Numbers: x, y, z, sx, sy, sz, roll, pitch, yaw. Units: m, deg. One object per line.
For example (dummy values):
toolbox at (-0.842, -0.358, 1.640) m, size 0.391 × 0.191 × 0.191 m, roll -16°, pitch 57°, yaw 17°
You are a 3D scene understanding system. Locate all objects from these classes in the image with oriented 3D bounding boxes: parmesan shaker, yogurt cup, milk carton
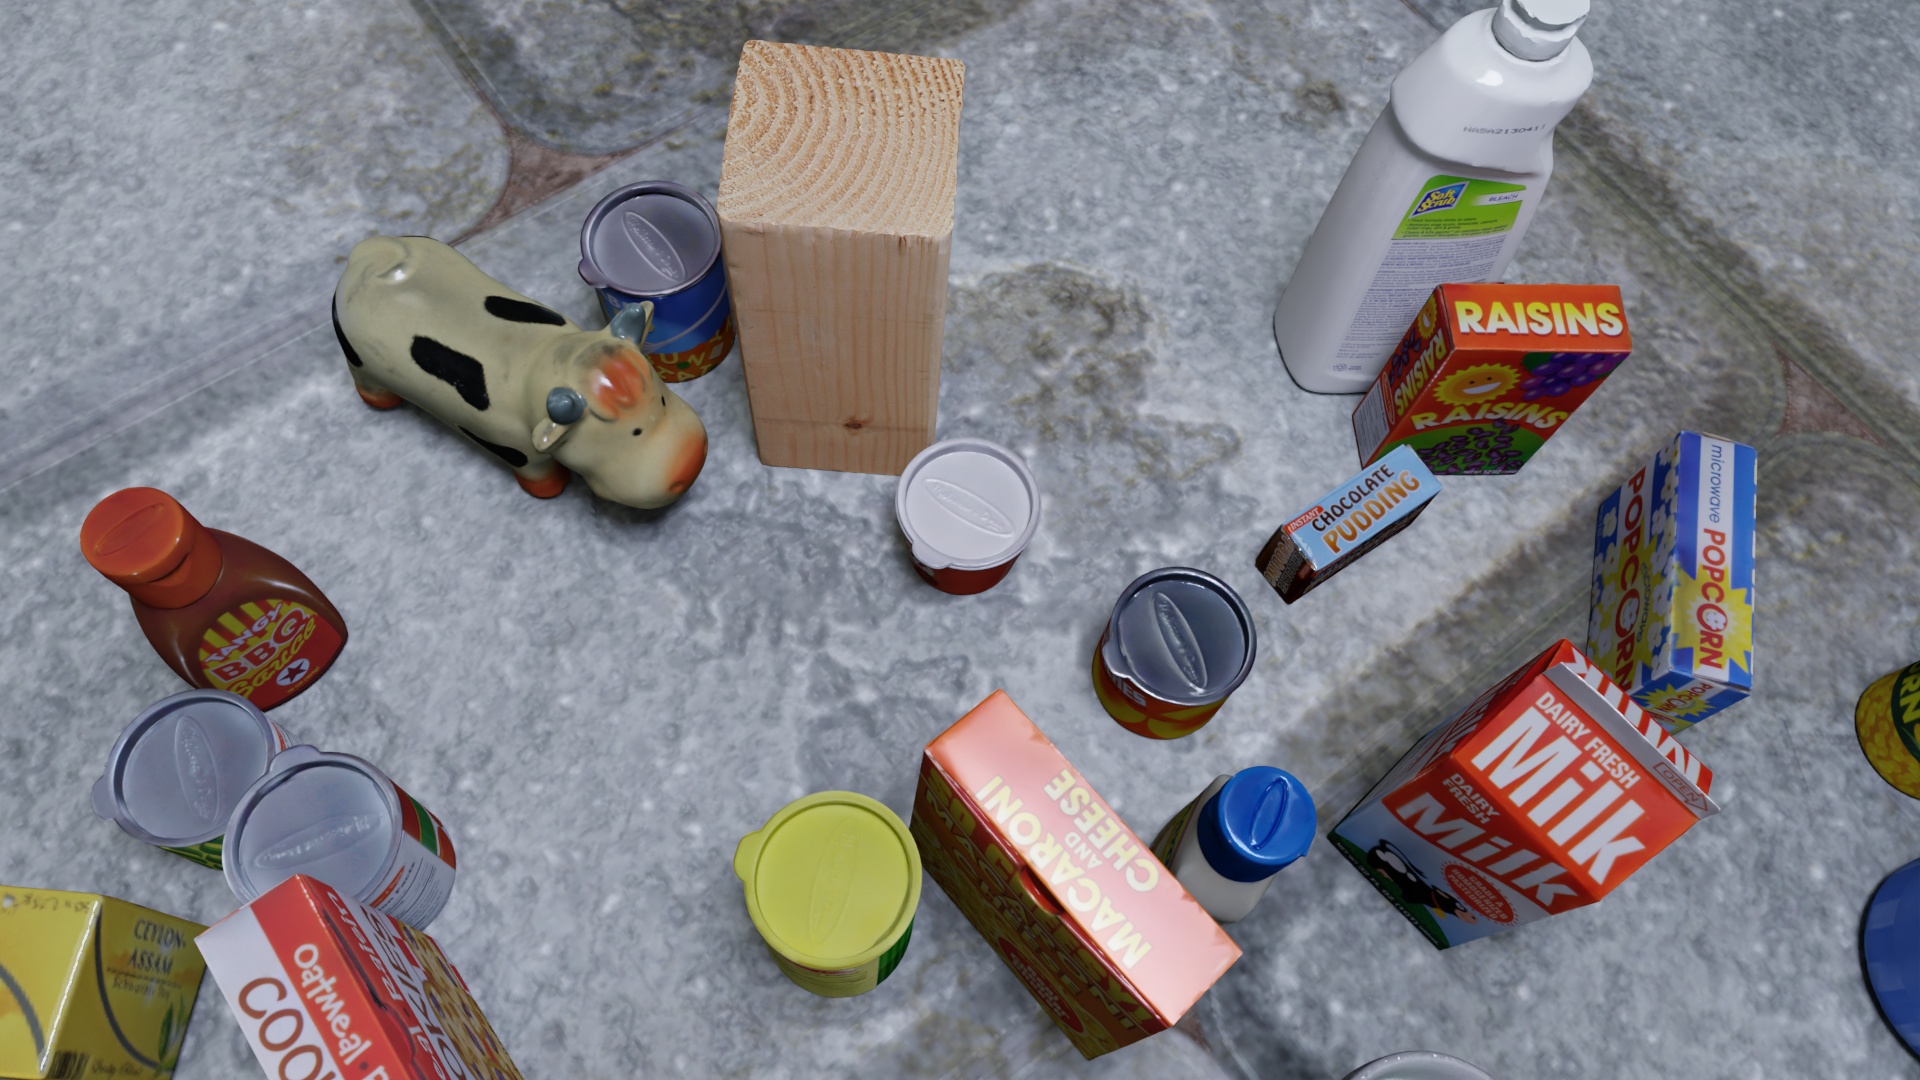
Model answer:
parmesan shaker at (-0.053, 0.145, 0.565) m, size 0.071 × 0.102 × 0.071 m, roll 2°, pitch 66°, yaw -3°
yogurt cup at (0.002, -0.008, 0.665) m, size 0.072 × 0.053 × 0.072 m, roll 2°, pitch 66°, yaw -3°
milk carton at (0.224, 0.103, 0.557) m, size 0.074 × 0.189 × 0.072 m, roll -39°, pitch 74°, yaw -18°

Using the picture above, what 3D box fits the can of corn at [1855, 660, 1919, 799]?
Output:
can of corn at (0.470, 0.084, 0.655) m, size 0.071 × 0.058 × 0.071 m, roll 2°, pitch 66°, yaw -3°

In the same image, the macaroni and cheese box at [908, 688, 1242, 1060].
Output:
macaroni and cheese box at (0.034, 0.138, 0.540) m, size 0.040 × 0.165 × 0.124 m, roll -38°, pitch 74°, yaw -18°

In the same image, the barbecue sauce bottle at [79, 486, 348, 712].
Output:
barbecue sauce bottle at (-0.309, 0.025, 0.576) m, size 0.044 × 0.148 × 0.065 m, roll 42°, pitch 70°, yaw 14°

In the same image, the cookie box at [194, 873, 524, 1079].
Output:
cookie box at (-0.195, 0.192, 0.499) m, size 0.040 × 0.166 × 0.123 m, roll -34°, pitch 73°, yaw -17°

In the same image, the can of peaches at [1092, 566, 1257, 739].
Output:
can of peaches at (0.095, 0.054, 0.642) m, size 0.071 × 0.057 × 0.071 m, roll 2°, pitch 66°, yaw -3°

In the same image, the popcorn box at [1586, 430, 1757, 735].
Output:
popcorn box at (0.336, 0.023, 0.658) m, size 0.038 × 0.085 × 0.127 m, roll 15°, pitch 66°, yaw 3°

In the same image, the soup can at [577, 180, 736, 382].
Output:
soup can at (-0.150, -0.125, 0.690) m, size 0.071 × 0.083 × 0.071 m, roll 2°, pitch 66°, yaw -3°

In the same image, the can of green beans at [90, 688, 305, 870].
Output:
can of green beans at (-0.315, 0.103, 0.590) m, size 0.071 × 0.057 × 0.071 m, roll 2°, pitch 66°, yaw -3°

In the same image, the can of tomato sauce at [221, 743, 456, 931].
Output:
can of tomato sauce at (-0.252, 0.128, 0.570) m, size 0.071 × 0.082 × 0.071 m, roll 2°, pitch 66°, yaw -3°

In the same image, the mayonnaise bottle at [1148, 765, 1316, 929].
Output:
mayonnaise bottle at (0.105, 0.126, 0.561) m, size 0.041 × 0.147 × 0.065 m, roll 26°, pitch 67°, yaw 7°

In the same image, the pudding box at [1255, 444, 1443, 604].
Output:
pudding box at (0.190, -0.008, 0.681) m, size 0.084 × 0.049 × 0.030 m, roll -31°, pitch 72°, yaw -16°

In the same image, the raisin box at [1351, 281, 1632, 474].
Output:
raisin box at (0.254, -0.076, 0.676) m, size 0.086 × 0.123 × 0.040 m, roll 1°, pitch 66°, yaw -4°
